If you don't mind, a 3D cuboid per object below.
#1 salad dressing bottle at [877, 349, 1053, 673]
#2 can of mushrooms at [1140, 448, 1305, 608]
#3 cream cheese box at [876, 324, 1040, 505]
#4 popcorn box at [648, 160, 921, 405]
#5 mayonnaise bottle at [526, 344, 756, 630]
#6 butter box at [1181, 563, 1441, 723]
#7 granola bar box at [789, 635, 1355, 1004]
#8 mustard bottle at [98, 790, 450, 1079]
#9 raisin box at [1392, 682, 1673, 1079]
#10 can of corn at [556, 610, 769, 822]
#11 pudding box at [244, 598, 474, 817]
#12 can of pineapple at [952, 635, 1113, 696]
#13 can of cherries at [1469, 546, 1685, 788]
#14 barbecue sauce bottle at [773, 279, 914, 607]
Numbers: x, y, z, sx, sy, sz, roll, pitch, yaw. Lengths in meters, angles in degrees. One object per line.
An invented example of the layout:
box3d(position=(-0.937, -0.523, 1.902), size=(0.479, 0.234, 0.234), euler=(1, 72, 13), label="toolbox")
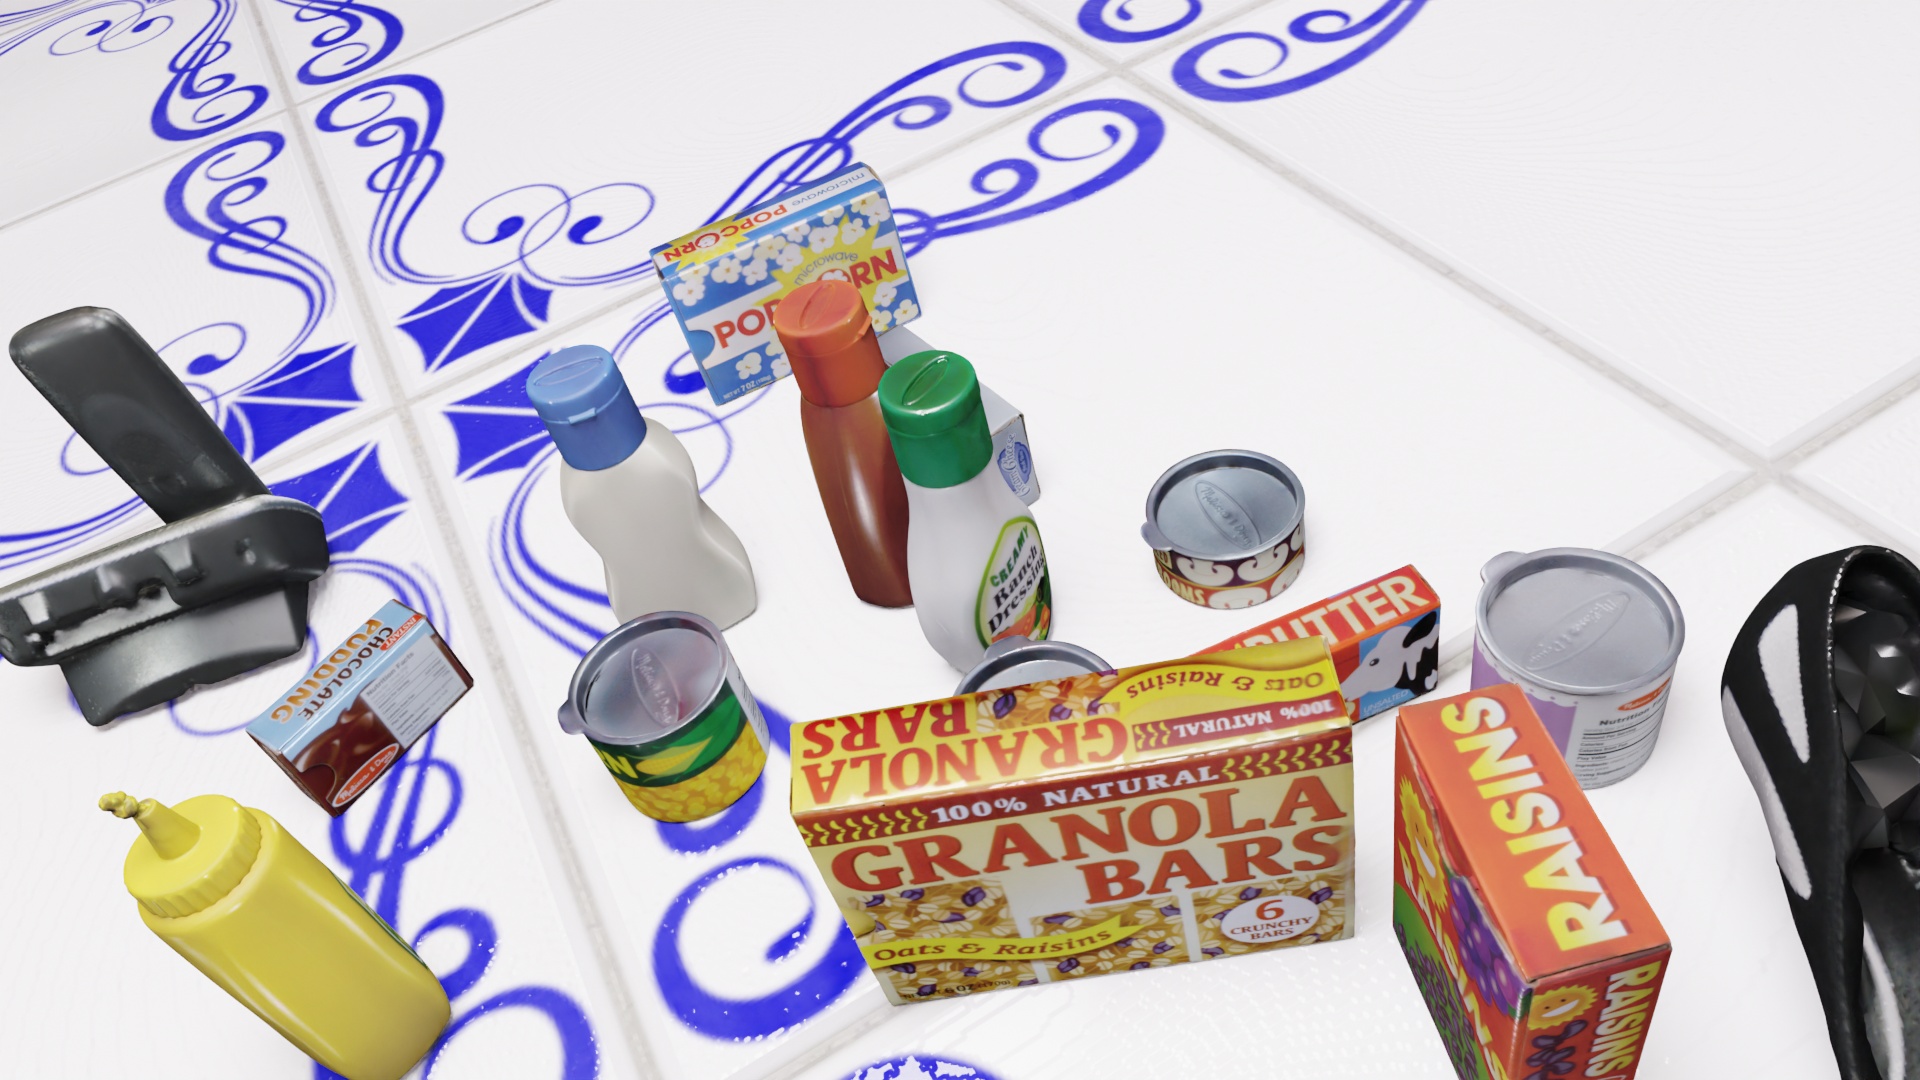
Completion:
box3d(position=(0.002, -0.007, 0.544), size=(0.044, 0.147, 0.064), euler=(18, 54, 30), label="salad dressing bottle")
box3d(position=(0.111, -0.004, 0.592), size=(0.071, 0.033, 0.071), euler=(-8, 45, 8), label="can of mushrooms")
box3d(position=(-0.004, -0.058, 0.663), size=(0.024, 0.053, 0.104), euler=(-34, 47, -17), label="cream cheese box")
box3d(position=(-0.091, -0.138, 0.744), size=(0.127, 0.084, 0.038), euler=(-25, 45, -9), label="popcorn box")
box3d(position=(-0.137, -0.016, 0.594), size=(0.065, 0.147, 0.041), euler=(-20, 44, -4), label="mayonnaise bottle")
box3d(position=(0.128, 0.051, 0.518), size=(0.103, 0.053, 0.024), euler=(-22, 45, -5), label="butter box")
box3d(position=(0.041, 0.096, 0.449), size=(0.165, 0.123, 0.039), euler=(-10, 45, 6), label="granola bar box")
box3d(position=(-0.233, 0.129, 0.470), size=(0.065, 0.159, 0.049), euler=(19, 55, 31), label="mustard bottle")
box3d(position=(0.157, 0.113, 0.400), size=(0.040, 0.122, 0.086), euler=(-14, 44, 2), label="raisin box")
box3d(position=(-0.119, 0.073, 0.564), size=(0.071, 0.058, 0.071), euler=(-8, 45, 8), label="can of corn")
box3d(position=(-0.263, 0.073, 0.612), size=(0.030, 0.049, 0.084), euler=(20, 55, 31), label="pudding box")
box3d(position=(0.033, 0.079, 0.515), size=(0.071, 0.057, 0.071), euler=(-8, 45, 8), label="can of pineapple")
box3d(position=(0.216, 0.044, 0.496), size=(0.071, 0.058, 0.072), euler=(-8, 45, 8), label="can of cherries")
box3d(position=(-0.040, -0.041, 0.589), size=(0.043, 0.147, 0.065), euler=(5, 48, 20), label="barbecue sauce bottle")
